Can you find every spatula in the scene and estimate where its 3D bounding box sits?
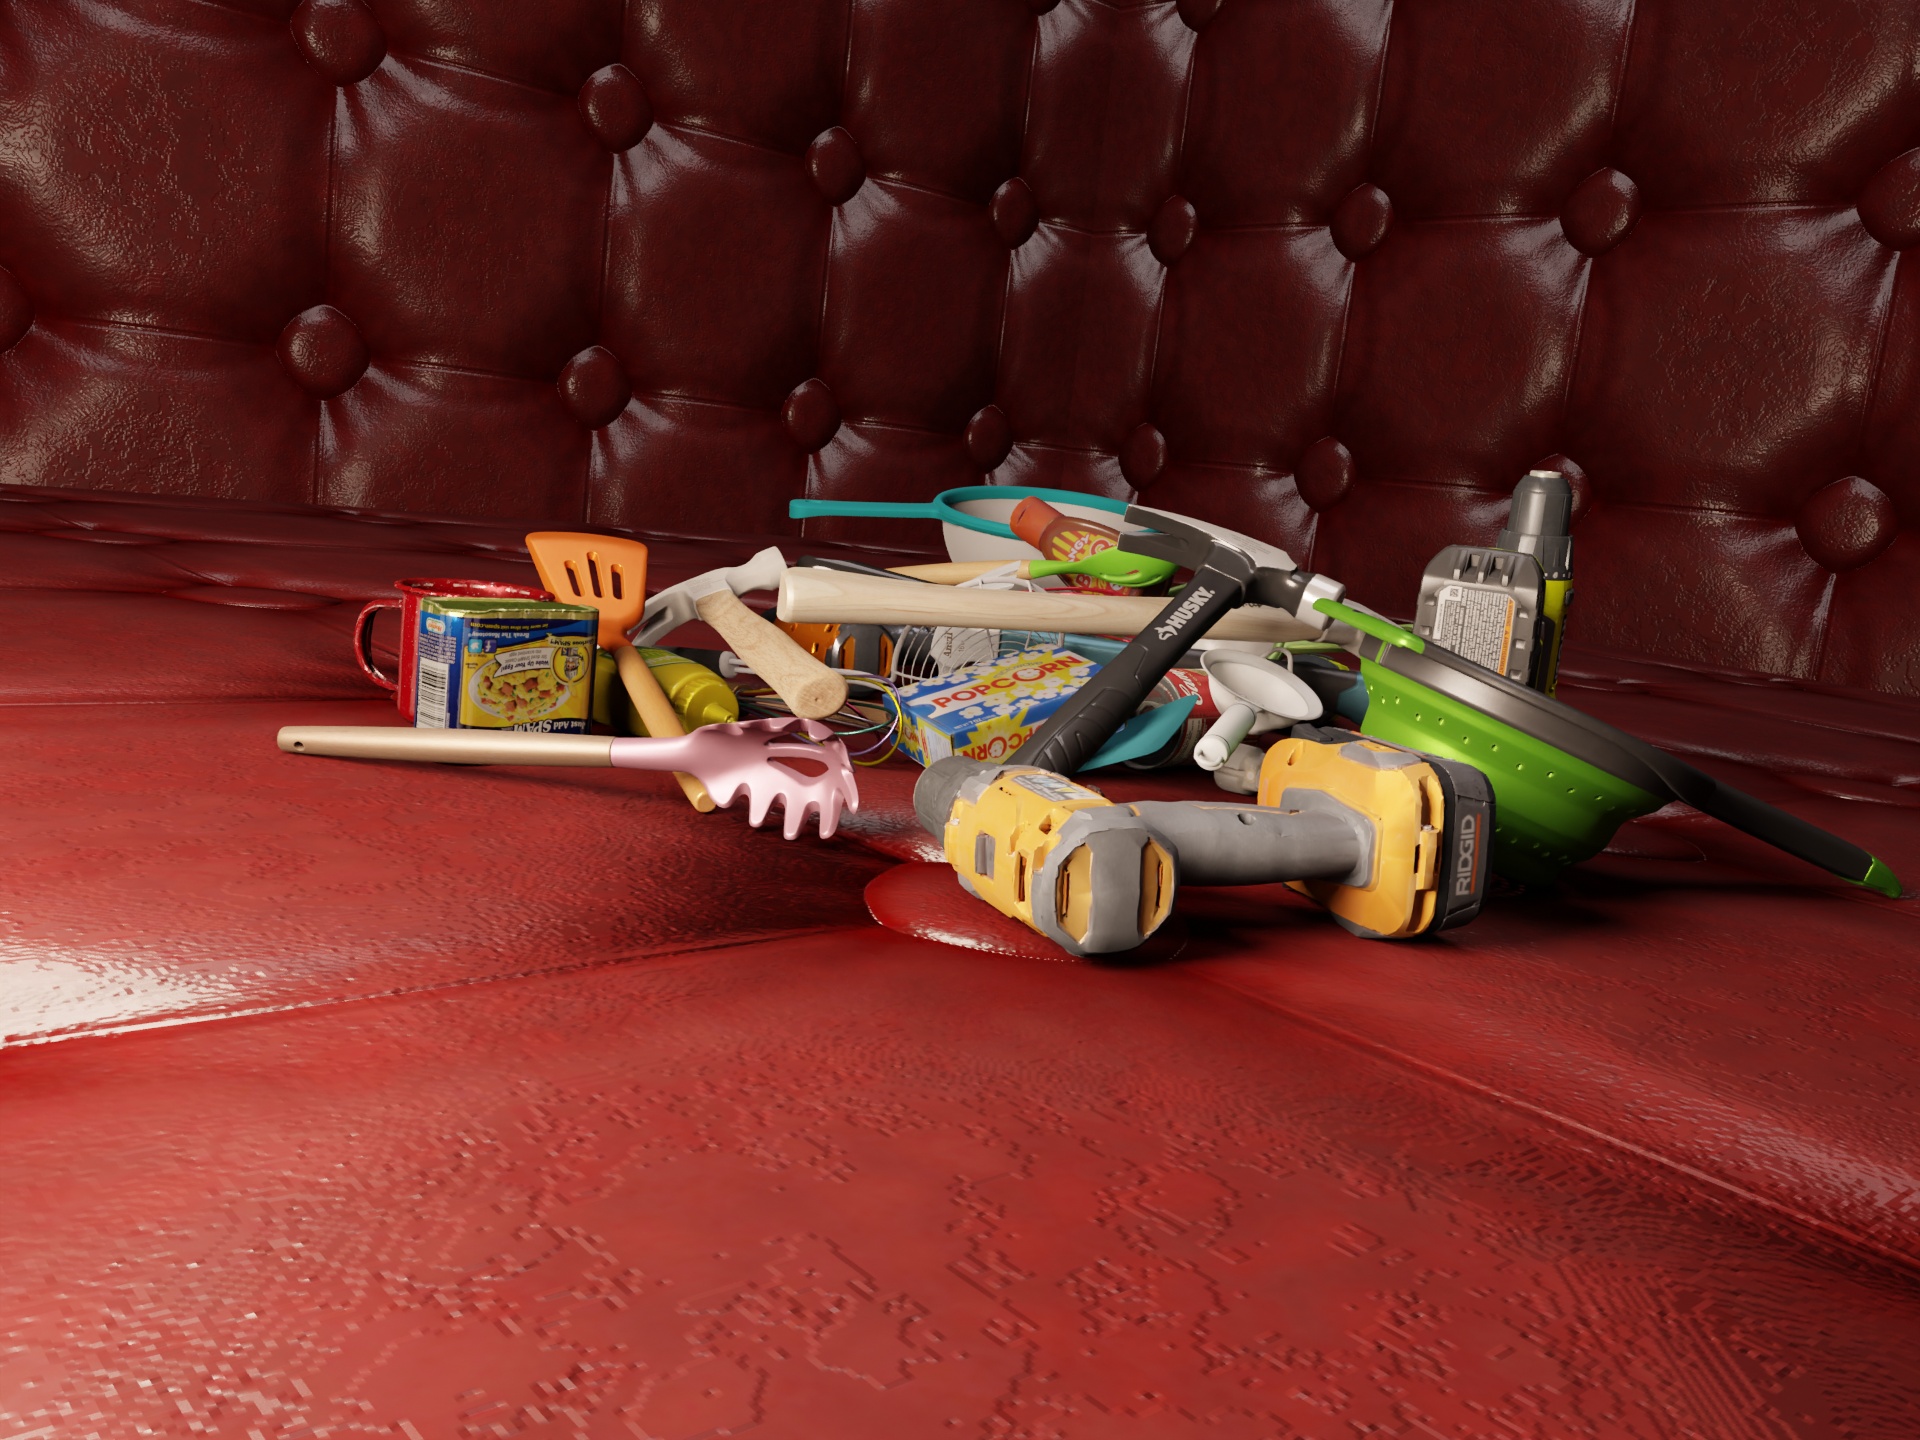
[{"bbox_3d":[-0.188,-0.036,0.924,0.081,0.041,0.323,3,24,-27],"label":"spatula"},{"bbox_3d":[-0.002,-0.003,1.063,0.317,0.044,0.082,9,30,25],"label":"spatula"}]

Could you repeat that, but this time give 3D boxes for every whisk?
[{"bbox_3d":[0.017,-0.086,1.219,0.296,0.073,0.073,13,9,2],"label":"whisk"},{"bbox_3d":[-0.126,-0.007,1.020,0.245,0.047,0.051,8,36,42],"label":"whisk"}]

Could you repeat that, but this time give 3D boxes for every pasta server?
[{"bbox_3d":[-0.199,0.018,0.790,0.316,0.060,0.040,2,26,12],"label":"pasta server"}]

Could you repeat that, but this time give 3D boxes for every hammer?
[{"bbox_3d":[0.095,-0.030,0.914,0.146,0.035,0.335,28,42,19],"label":"hammer"},{"bbox_3d":[-0.139,-0.054,1.046,0.130,0.031,0.331,-23,22,-14],"label":"hammer"},{"bbox_3d":[0.332,0.034,1.091,0.149,0.036,0.359,15,13,41],"label":"hammer"},{"bbox_3d":[0.089,-0.066,1.027,0.410,0.038,0.146,1,21,-18],"label":"hammer"},{"bbox_3d":[0.142,-0.040,1.162,0.331,0.128,0.033,9,39,7],"label":"hammer"}]

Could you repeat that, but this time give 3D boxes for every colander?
[{"bbox_3d":[0.354,0.055,0.875,0.397,0.094,0.205,22,9,-18],"label":"colander"}]

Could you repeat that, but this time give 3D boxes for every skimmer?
[{"bbox_3d":[-0.106,-0.056,1.170,0.363,0.127,0.090,5,50,24],"label":"skimmer"}]

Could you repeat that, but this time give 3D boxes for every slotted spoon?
[{"bbox_3d":[0.039,-0.118,1.269,0.314,0.031,0.070,1,-9,38],"label":"slotted spoon"}]

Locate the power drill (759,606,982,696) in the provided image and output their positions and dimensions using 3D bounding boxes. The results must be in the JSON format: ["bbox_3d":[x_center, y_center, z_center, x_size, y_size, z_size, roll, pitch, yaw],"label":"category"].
[{"bbox_3d":[-0.057,-0.068,1.323,0.226,0.084,0.164,-6,14,-39],"label":"power drill"}]

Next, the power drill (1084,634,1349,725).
[{"bbox_3d":[0.225,-0.044,1.388,0.223,0.080,0.171,13,6,16],"label":"power drill"}]

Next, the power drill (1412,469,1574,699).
[{"bbox_3d":[0.384,-0.076,1.118,0.080,0.190,0.228,11,15,27],"label":"power drill"}]

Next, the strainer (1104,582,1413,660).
[{"bbox_3d":[0.239,-0.042,1.245,0.256,0.069,0.152,-2,43,22],"label":"strainer"}]

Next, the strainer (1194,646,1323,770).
[{"bbox_3d":[0.172,-0.002,0.983,0.087,0.050,0.258,28,19,12],"label":"strainer"}]

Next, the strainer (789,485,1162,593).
[{"bbox_3d":[0.014,-0.151,1.446,0.340,0.095,0.211,1,19,-10],"label":"strainer"}]

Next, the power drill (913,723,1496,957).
[{"bbox_3d":[0.099,0.048,0.723,0.226,0.084,0.185,-2,10,-22],"label":"power drill"}]
